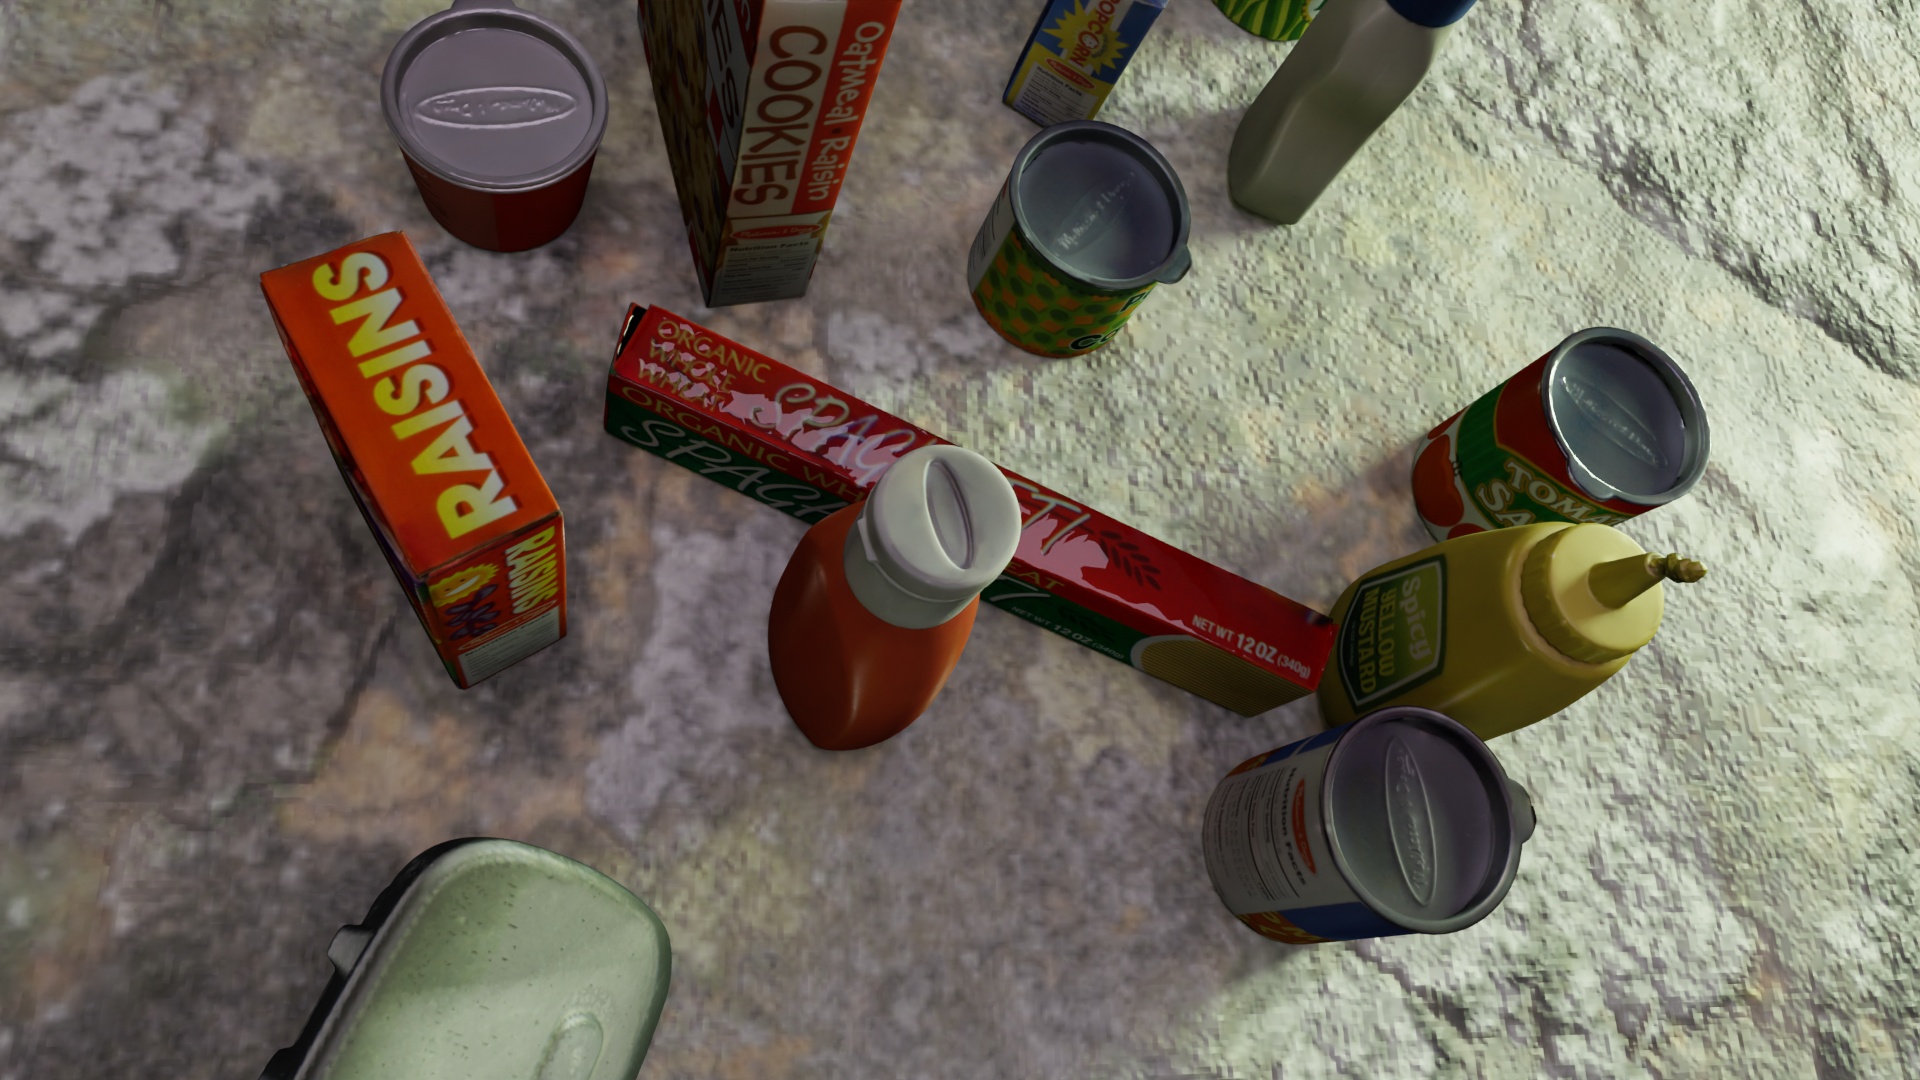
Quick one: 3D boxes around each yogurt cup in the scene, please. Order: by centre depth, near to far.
[{"bbox_3d":[-0.151,-0.132,0.457,0.072,0.053,0.072,5,71,-14],"label":"yogurt cup"}]

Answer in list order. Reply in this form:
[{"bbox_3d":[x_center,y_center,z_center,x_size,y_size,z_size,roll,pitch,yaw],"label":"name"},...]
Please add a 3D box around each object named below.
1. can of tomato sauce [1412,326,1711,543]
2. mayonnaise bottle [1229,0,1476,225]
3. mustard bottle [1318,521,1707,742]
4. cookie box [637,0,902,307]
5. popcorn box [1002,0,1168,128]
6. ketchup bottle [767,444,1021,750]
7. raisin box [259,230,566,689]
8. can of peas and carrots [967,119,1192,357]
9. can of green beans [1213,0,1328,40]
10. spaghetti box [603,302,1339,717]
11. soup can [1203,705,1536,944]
[{"bbox_3d":[0.216,-0.029,0.510,0.071,0.082,0.071,5,71,-14],"label":"can of tomato sauce"},{"bbox_3d":[0.148,-0.178,0.506,0.041,0.147,0.065,21,68,-8],"label":"mayonnaise bottle"},{"bbox_3d":[0.169,0.026,0.435,0.049,0.159,0.065,12,69,-12],"label":"mustard bottle"},{"bbox_3d":[-0.066,-0.166,0.431,0.040,0.166,0.123,-10,75,-19],"label":"cookie box"},{"bbox_3d":[0.066,-0.229,0.535,0.038,0.085,0.127,27,67,-6],"label":"popcorn box"},{"bbox_3d":[-0.022,0.017,0.390,0.043,0.148,0.065,-11,75,-19],"label":"ketchup bottle"},{"bbox_3d":[-0.145,-0.016,0.381,0.040,0.123,0.086,-27,81,-22],"label":"raisin box"},{"bbox_3d":[0.043,-0.105,0.500,0.071,0.058,0.071,5,71,-14],"label":"can of peas and carrots"},{"bbox_3d":[0.141,-0.253,0.580,0.071,0.057,0.071,5,71,-14],"label":"can of green beans"},{"bbox_3d":[0.002,-0.006,0.459,0.250,0.050,0.029,24,67,-7],"label":"spaghetti box"},{"bbox_3d":[0.127,0.093,0.442,0.071,0.083,0.071,5,71,-14],"label":"soup can"}]
